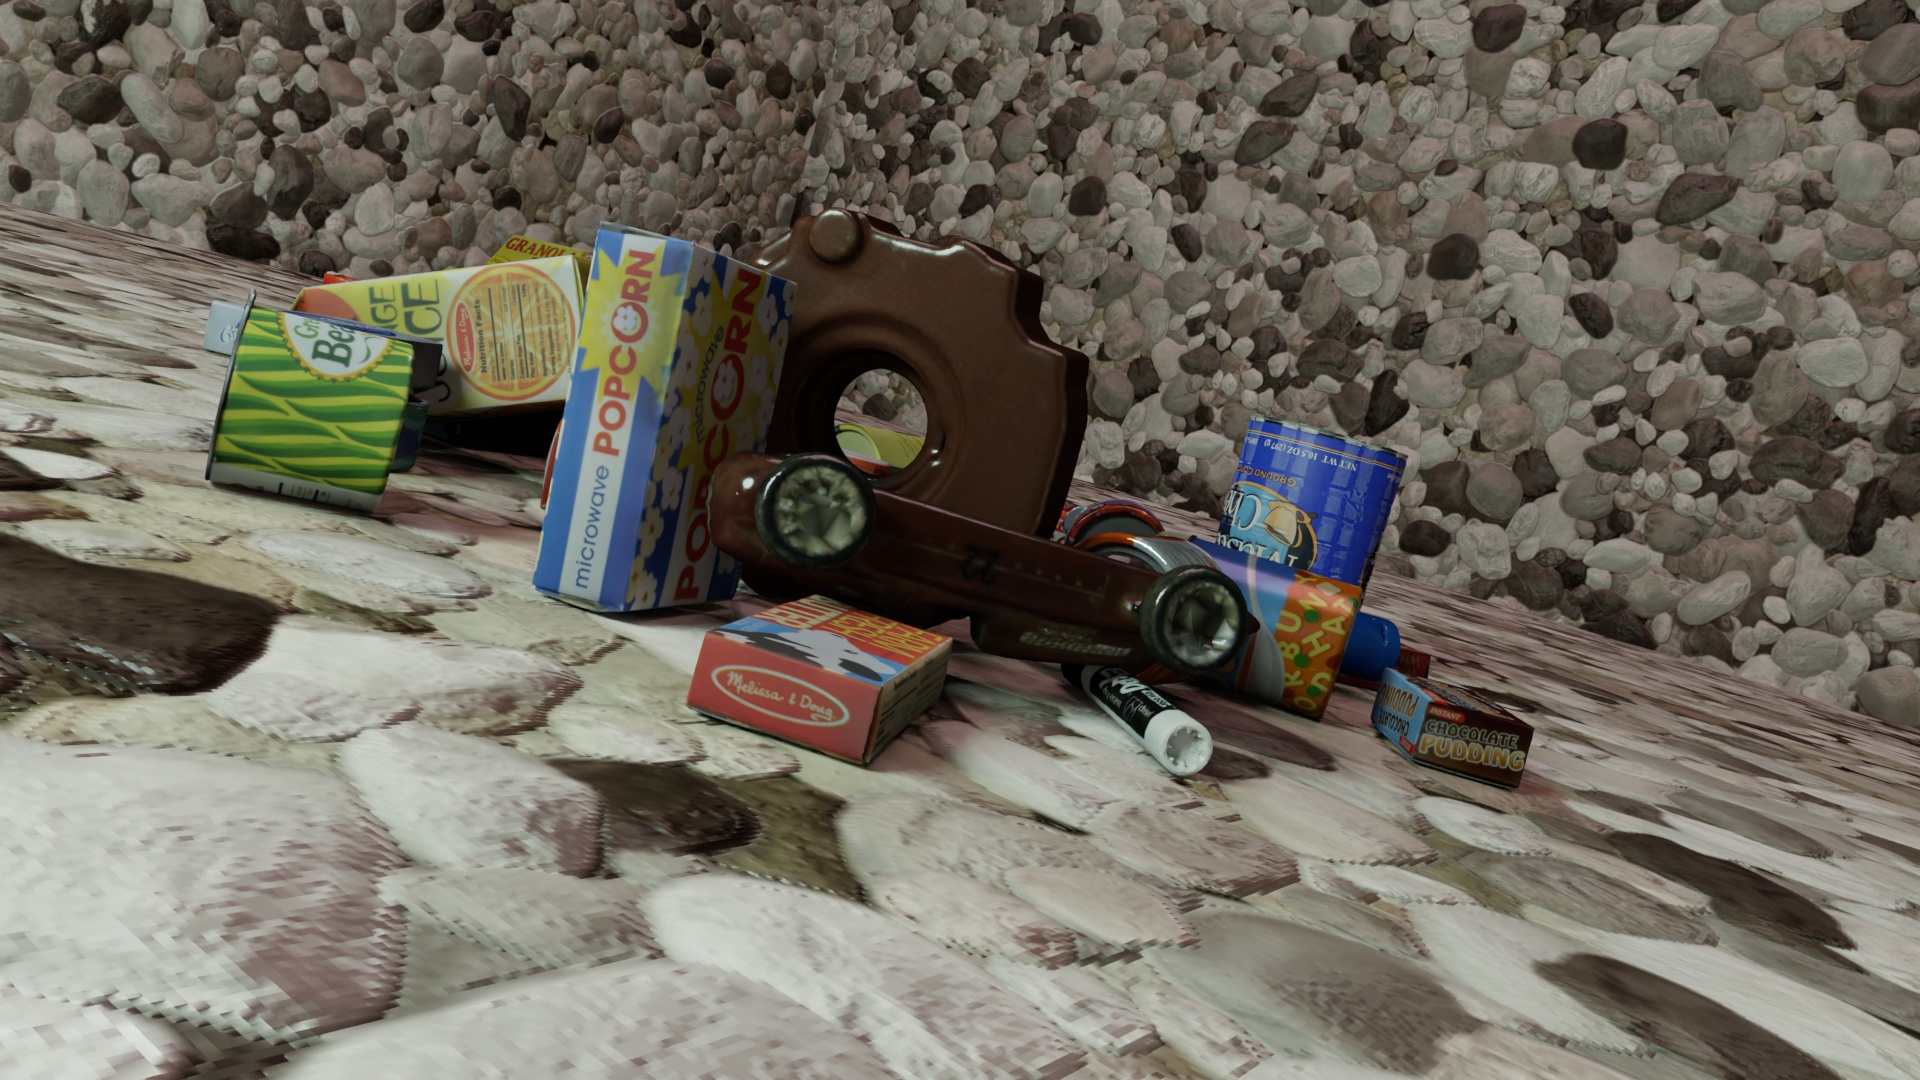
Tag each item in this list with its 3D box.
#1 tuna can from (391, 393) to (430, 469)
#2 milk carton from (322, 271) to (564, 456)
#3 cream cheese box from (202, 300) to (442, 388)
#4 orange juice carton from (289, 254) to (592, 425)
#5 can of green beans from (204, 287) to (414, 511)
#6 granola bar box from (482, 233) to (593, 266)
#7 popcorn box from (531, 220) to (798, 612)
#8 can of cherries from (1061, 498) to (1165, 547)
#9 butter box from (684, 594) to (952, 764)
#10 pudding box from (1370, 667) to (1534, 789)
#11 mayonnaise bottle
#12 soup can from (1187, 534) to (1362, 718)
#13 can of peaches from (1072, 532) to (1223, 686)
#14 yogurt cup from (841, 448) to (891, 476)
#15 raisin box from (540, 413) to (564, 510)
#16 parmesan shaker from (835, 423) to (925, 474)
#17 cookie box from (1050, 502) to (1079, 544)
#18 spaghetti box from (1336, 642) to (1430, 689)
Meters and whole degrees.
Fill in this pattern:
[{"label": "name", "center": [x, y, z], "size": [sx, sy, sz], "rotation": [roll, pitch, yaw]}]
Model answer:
[{"label": "tuna can", "center": [-0.282, -0.056, 0.635], "size": [0.071, 0.032, 0.071], "rotation": [15, 6, -1]}, {"label": "milk carton", "center": [-0.331, -0.111, 0.844], "size": [0.191, 0.072, 0.073], "rotation": [18, 6, 27]}, {"label": "cream cheese box", "center": [-0.286, -0.088, 0.630], "size": [0.053, 0.024, 0.104], "rotation": [14, 6, 6]}, {"label": "orange juice carton", "center": [-0.273, -0.100, 0.731], "size": [0.193, 0.073, 0.072], "rotation": [-5, 3, 10]}, {"label": "can of green beans", "center": [-0.238, -0.048, 0.510], "size": [0.058, 0.071, 0.071], "rotation": [13, 6, -26]}, {"label": "granola bar box", "center": [-0.212, -0.109, 0.874], "size": [0.124, 0.039, 0.164], "rotation": [18, -29, 28]}, {"label": "popcorn box", "center": [-0.103, -0.040, 0.494], "size": [0.038, 0.126, 0.085], "rotation": [13, 4, 17]}, {"label": "can of cherries", "center": [0.093, 0.008, 0.848], "size": [0.071, 0.071, 0.058], "rotation": [16, 6, 3]}, {"label": "butter box", "center": [-0.038, 0.039, 0.416], "size": [0.053, 0.024, 0.103], "rotation": [17, 6, 9]}, {"label": "pudding box", "center": [0.223, 0.085, 0.638], "size": [0.050, 0.030, 0.084], "rotation": [15, 5, 3]}, {"label": "mayonnaise bottle", "center": [0.167, 0.042, 0.754], "size": [0.148, 0.065, 0.041], "rotation": [15, -36, -16]}, {"label": "soup can", "center": [0.139, 0.043, 0.658], "size": [0.084, 0.071, 0.071], "rotation": [18, 6, 18]}, {"label": "can of peaches", "center": [0.074, 0.031, 0.595], "size": [0.071, 0.071, 0.058], "rotation": [18, 6, 29]}, {"label": "yogurt cup", "center": [-0.072, -0.025, 0.790], "size": [0.072, 0.054, 0.072], "rotation": [16, 5, -1]}, {"label": "raisin box", "center": [-0.164, -0.033, 0.701], "size": [0.086, 0.040, 0.123], "rotation": [13, 5, -16]}, {"label": "parmesan shaker", "center": [-0.050, -0.044, 0.962], "size": [0.071, 0.071, 0.103], "rotation": [19, 7, 36]}, {"label": "cookie box", "center": [0.135, 0.010, 1.080], "size": [0.167, 0.040, 0.123], "rotation": [17, 6, 9]}, {"label": "spaghetti box", "center": [0.156, 0.050, 0.805], "size": [0.250, 0.028, 0.050], "rotation": [13, 7, -18]}]
